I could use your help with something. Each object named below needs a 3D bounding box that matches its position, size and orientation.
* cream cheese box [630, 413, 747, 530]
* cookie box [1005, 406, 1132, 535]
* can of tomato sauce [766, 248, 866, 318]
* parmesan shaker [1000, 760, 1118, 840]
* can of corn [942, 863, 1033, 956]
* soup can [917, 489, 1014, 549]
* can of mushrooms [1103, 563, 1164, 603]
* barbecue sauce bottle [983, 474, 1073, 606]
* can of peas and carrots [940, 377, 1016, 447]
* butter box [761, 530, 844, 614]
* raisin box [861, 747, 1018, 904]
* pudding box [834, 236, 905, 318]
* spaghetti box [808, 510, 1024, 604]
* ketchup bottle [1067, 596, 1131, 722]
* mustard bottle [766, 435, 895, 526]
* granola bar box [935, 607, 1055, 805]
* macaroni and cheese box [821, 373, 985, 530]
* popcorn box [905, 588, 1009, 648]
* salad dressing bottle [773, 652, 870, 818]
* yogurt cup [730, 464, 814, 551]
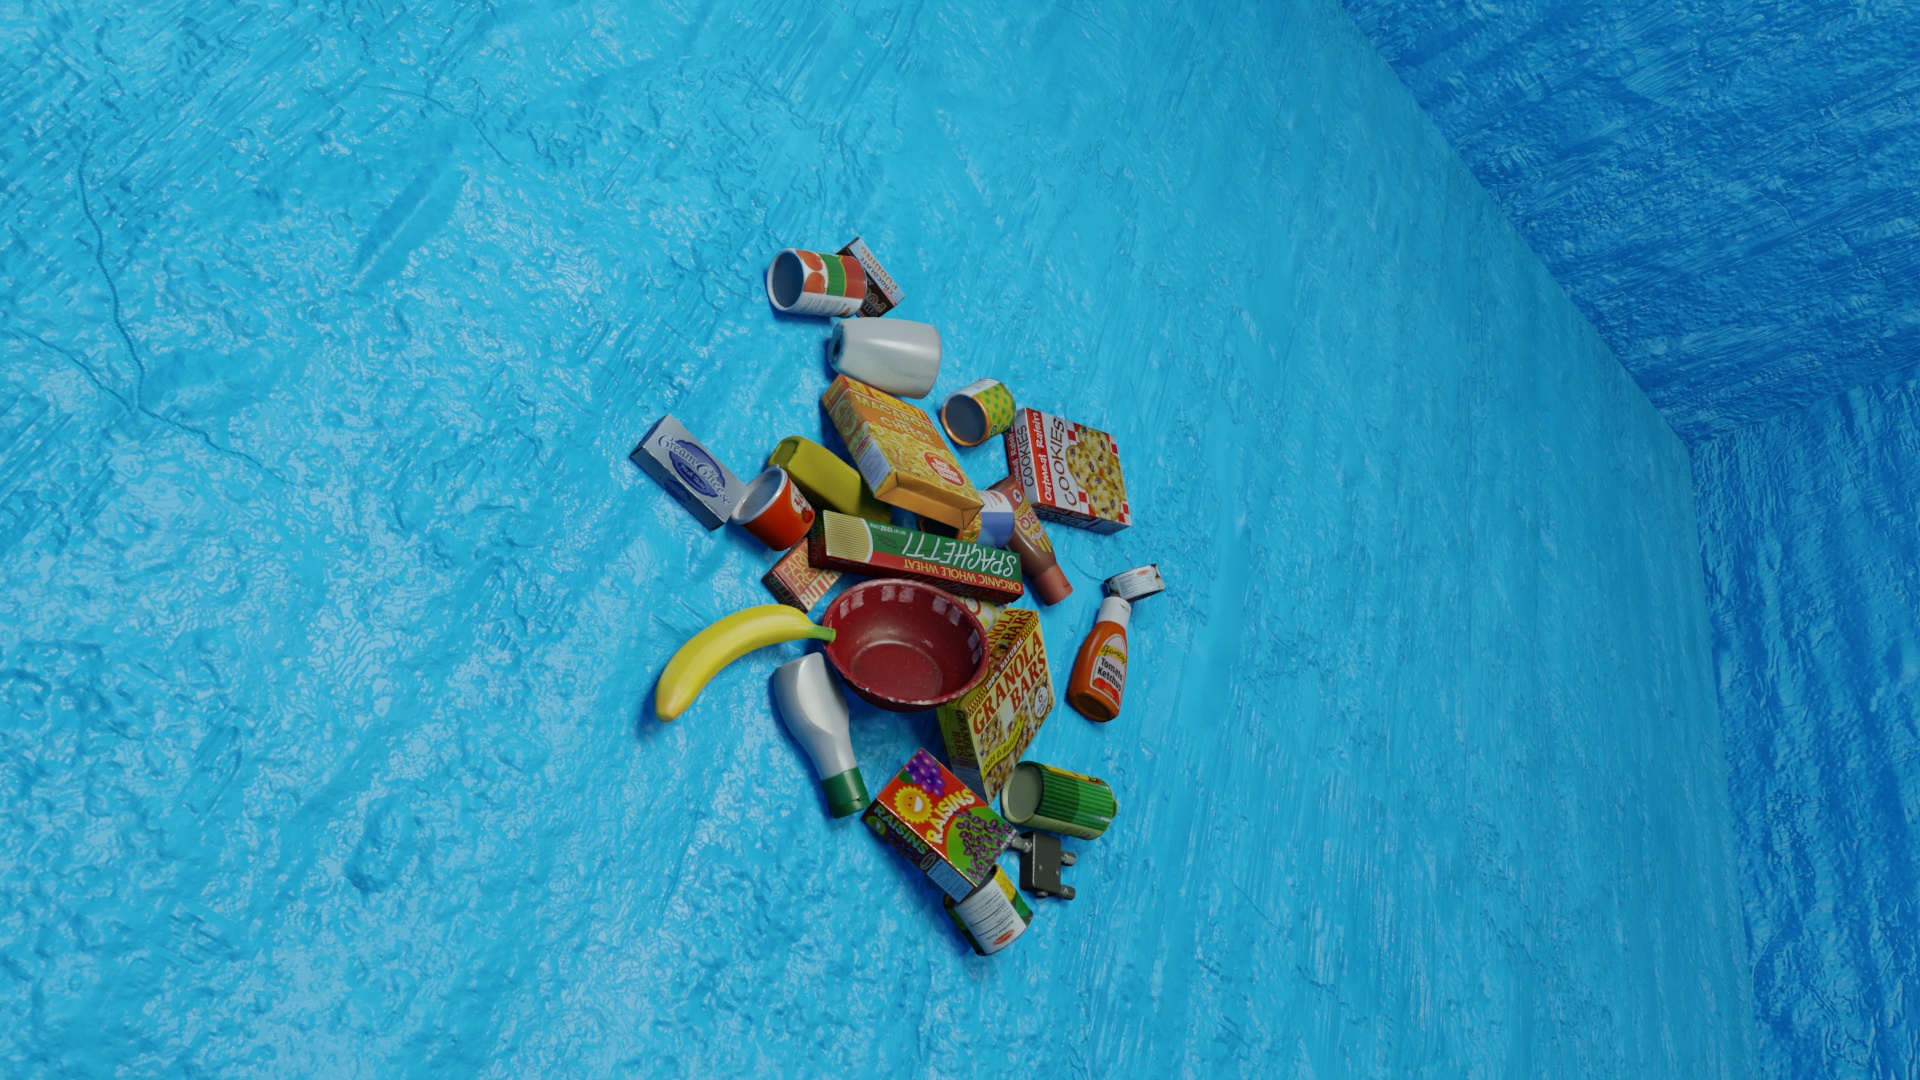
[{"bbox_3d":[-0.248,-0.063,1.276,0.103,0.024,0.054,45,43,-20],"label":"cream cheese box"},{"bbox_3d":[0.127,-0.081,1.658,0.167,0.040,0.123,12,61,-43],"label":"cookie box"},{"bbox_3d":[-0.151,-0.270,1.451,0.083,0.071,0.071,-3,72,-46],"label":"can of tomato sauce"},{"bbox_3d":[0.101,0.267,1.426,0.103,0.071,0.071,22,56,-37],"label":"parmesan shaker"},{"bbox_3d":[0.025,0.347,1.313,0.058,0.071,0.071,56,41,-7],"label":"can of corn"},{"bbox_3d":[0.005,-0.019,1.483,0.084,0.071,0.071,-2,71,-45],"label":"soup can"},{"bbox_3d":[0.207,0.053,1.652,0.071,0.071,0.033,-8,76,-47],"label":"can of mushrooms"},{"bbox_3d":[0.074,0.002,1.557,0.148,0.043,0.065,59,32,-5],"label":"barbecue sauce bottle"},{"bbox_3d":[0.021,-0.141,1.561,0.059,0.070,0.071,-31,93,-48],"label":"can of peas and carrots"},{"bbox_3d":[-0.143,0.025,1.338,0.053,0.024,0.104,52,42,-12],"label":"butter box"},{"bbox_3d":[-0.019,0.265,1.298,0.123,0.040,0.086,41,42,6],"label":"raisin box"},{"bbox_3d":[-0.107,-0.282,1.516,0.083,0.049,0.030,51,41,-14],"label":"pudding box"},{"bbox_3d":[-0.039,0.019,1.390,0.250,0.028,0.050,13,59,-36],"label":"spaghetti box"},{"bbox_3d":[0.163,0.131,1.582,0.064,0.043,0.149,40,45,-24],"label":"ketchup bottle"},{"bbox_3d":[-0.115,-0.045,1.374,0.160,0.065,0.049,36,73,-34],"label":"mustard bottle"},{"bbox_3d":[0.038,0.165,1.401,0.166,0.039,0.123,-50,136,-47],"label":"granola bar box"},{"bbox_3d":[-0.061,-0.090,1.414,0.124,0.040,0.167,20,27,-41],"label":"macaroni and cheese box"},{"bbox_3d":[-0.006,0.084,1.436,0.085,0.038,0.127,44,44,-19],"label":"popcorn box"},{"bbox_3d":[-0.124,0.178,1.265,0.064,0.044,0.147,-15,82,-50],"label":"salad dressing bottle"},{"bbox_3d":[-0.174,-0.026,1.304,0.054,0.072,0.073,47,43,-30],"label":"yogurt cup"}]
